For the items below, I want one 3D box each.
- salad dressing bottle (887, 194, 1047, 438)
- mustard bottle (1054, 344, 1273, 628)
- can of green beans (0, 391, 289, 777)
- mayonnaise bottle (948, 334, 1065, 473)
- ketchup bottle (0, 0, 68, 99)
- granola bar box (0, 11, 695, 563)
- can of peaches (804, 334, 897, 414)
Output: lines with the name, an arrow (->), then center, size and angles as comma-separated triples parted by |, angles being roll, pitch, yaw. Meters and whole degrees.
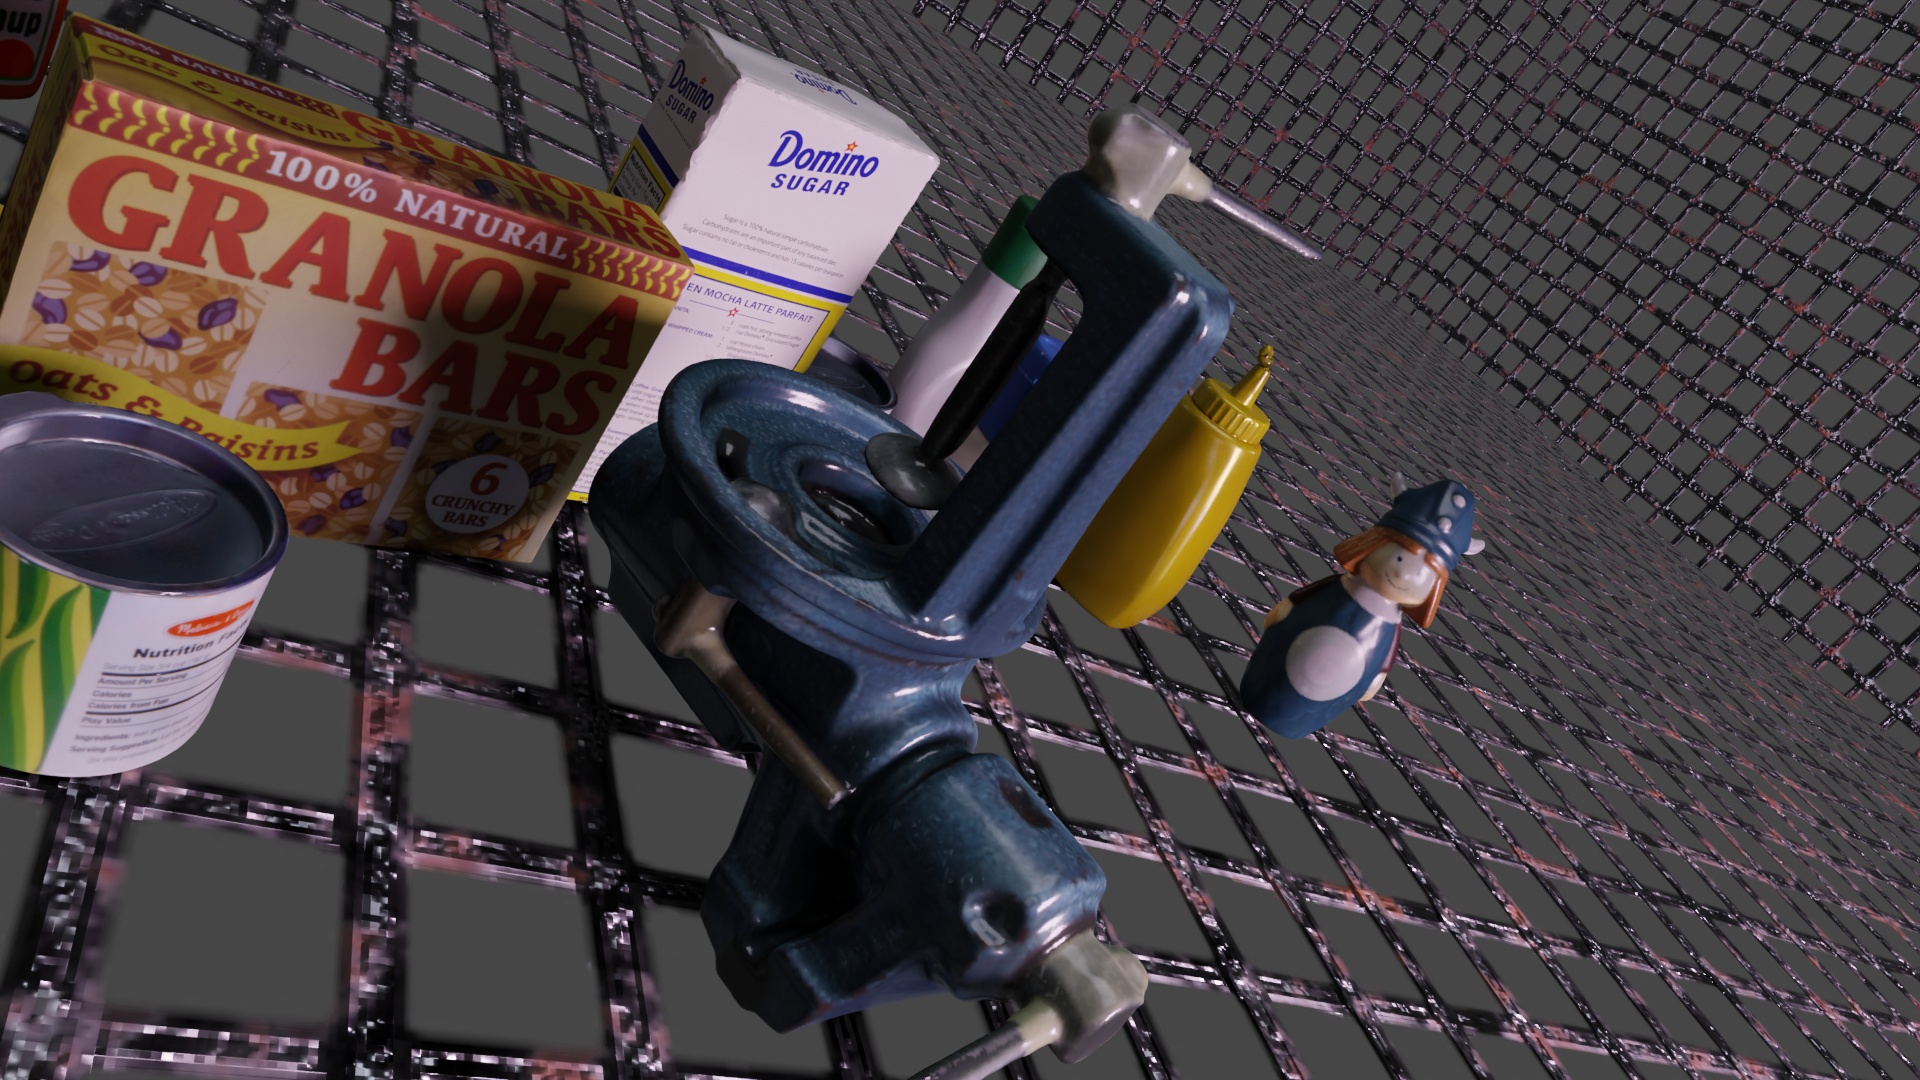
salad dressing bottle -> 0.006, -0.107, 0.717 | 0.044, 0.147, 0.064 | 45, 24, 22
mustard bottle -> 0.110, -0.030, 0.694 | 0.065, 0.159, 0.049 | 46, 24, 24
can of green beans -> -0.199, 0.011, 0.319 | 0.071, 0.057, 0.071 | 29, 23, -14
mayonnaise bottle -> 0.002, -0.006, 0.514 | 0.065, 0.147, 0.041 | 39, 23, 10
ketchup bottle -> -0.337, -0.229, 0.482 | 0.043, 0.148, 0.065 | 44, 24, 20
granola bar box -> -0.179, -0.059, 0.399 | 0.166, 0.123, 0.039 | 10, 33, -46
can of peaches -> -0.072, -0.059, 0.631 | 0.071, 0.058, 0.071 | 29, 23, -14
